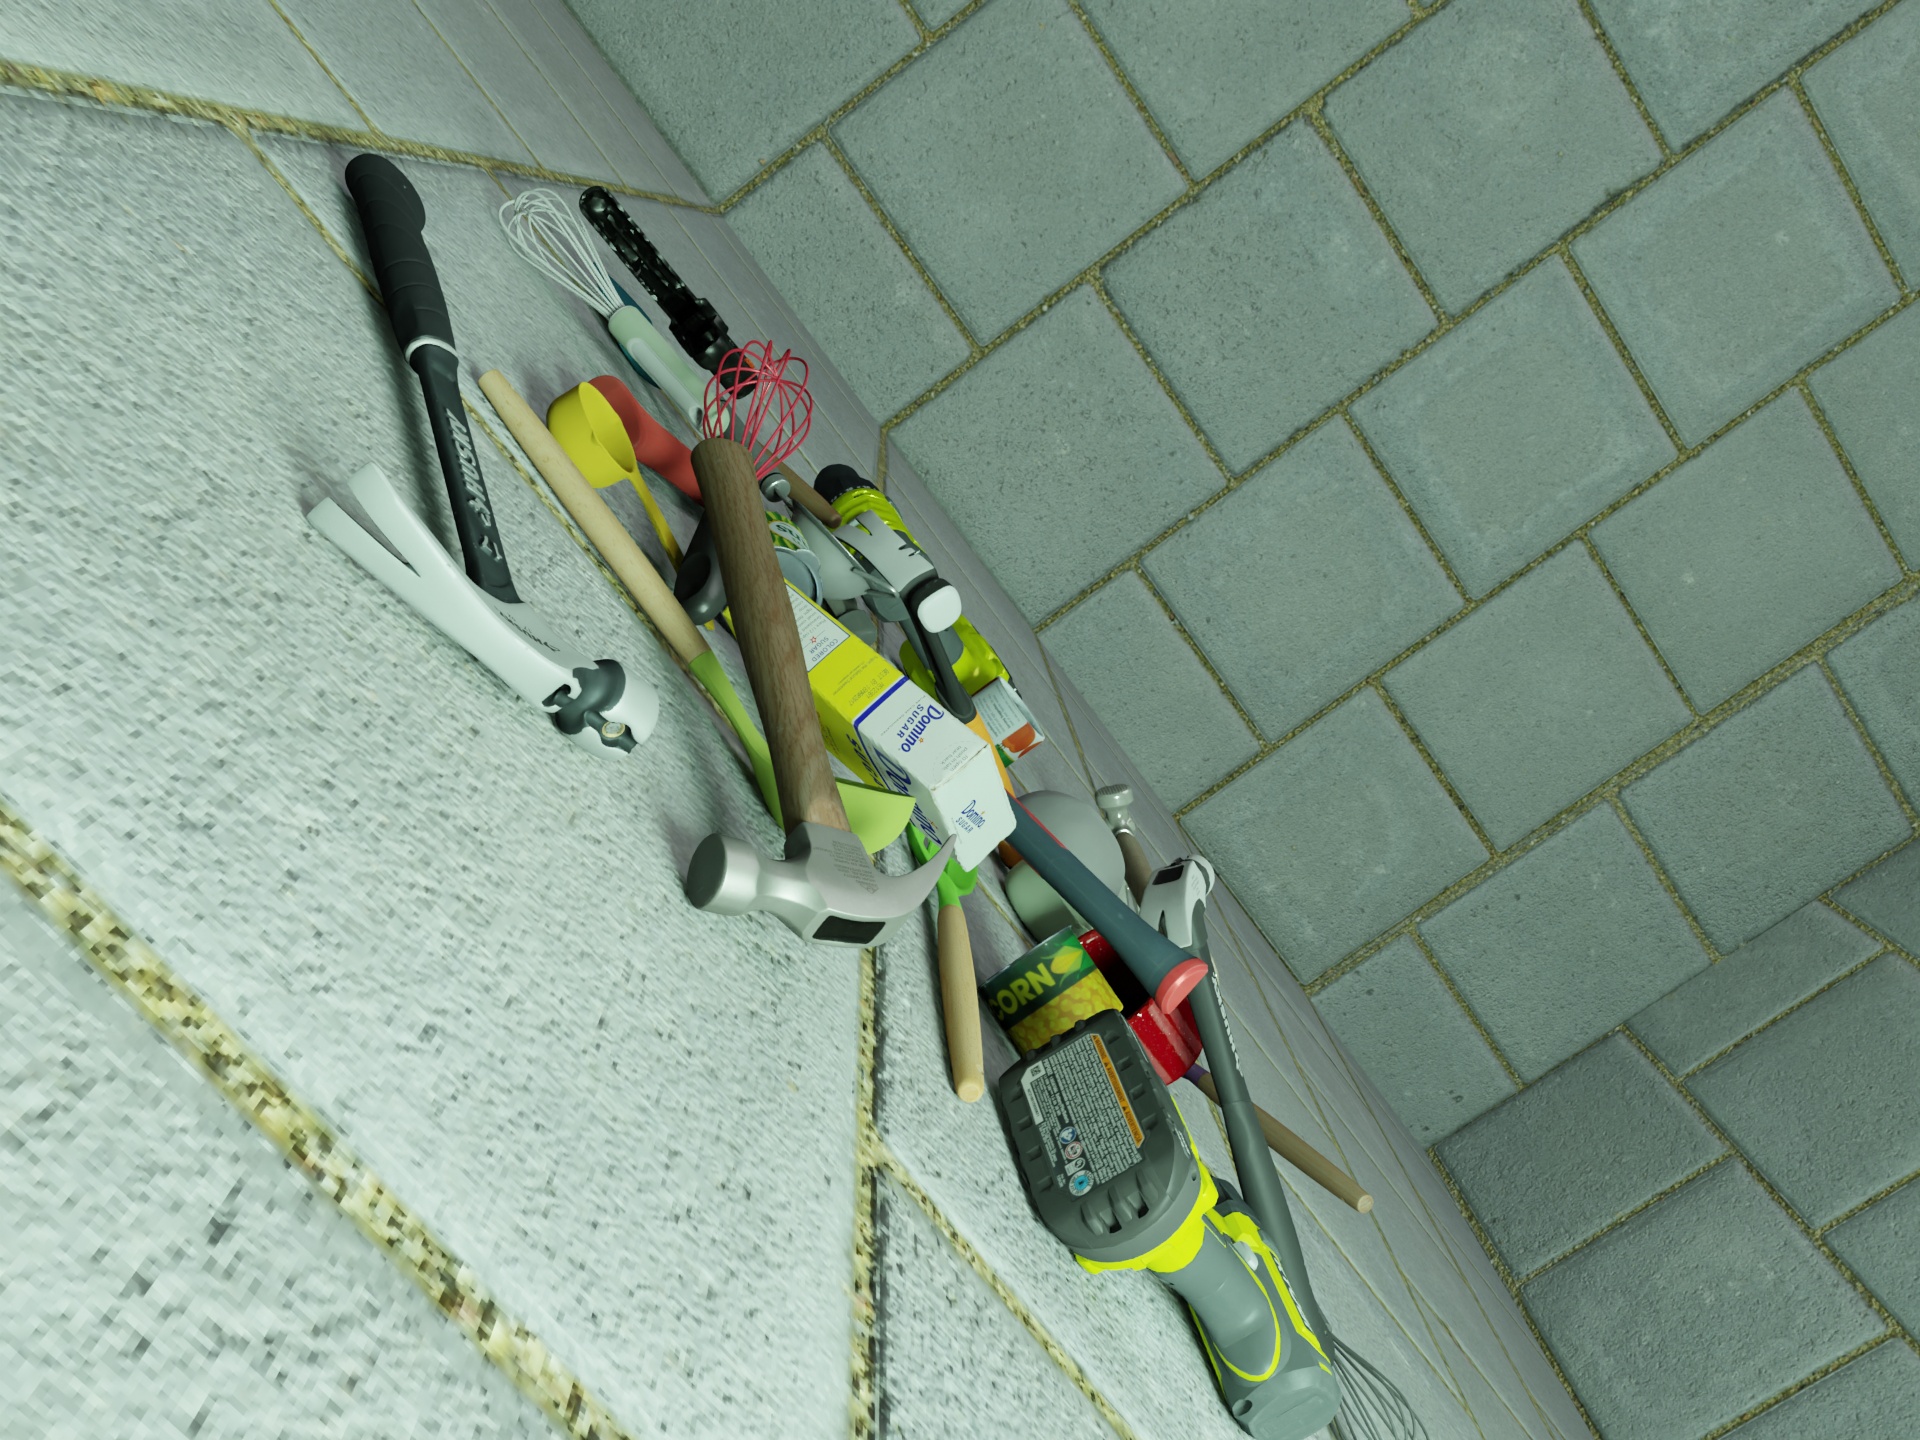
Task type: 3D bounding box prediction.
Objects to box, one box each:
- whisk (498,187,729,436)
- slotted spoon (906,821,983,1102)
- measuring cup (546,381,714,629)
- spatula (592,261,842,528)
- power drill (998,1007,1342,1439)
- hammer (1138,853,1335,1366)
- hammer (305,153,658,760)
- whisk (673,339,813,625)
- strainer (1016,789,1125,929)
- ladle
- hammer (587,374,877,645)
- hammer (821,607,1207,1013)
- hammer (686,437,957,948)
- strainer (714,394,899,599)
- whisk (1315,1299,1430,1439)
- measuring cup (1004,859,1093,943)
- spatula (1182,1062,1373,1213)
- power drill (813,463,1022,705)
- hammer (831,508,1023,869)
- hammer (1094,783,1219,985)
[{"bbox_3d":[-0.239,-0.283,1.104,0.059,0.057,0.246,-25,67,-45],"label":"whisk"},{"bbox_3d":[-0.006,0.123,0.912,0.070,0.031,0.314,51,10,-19],"label":"slotted spoon"},{"bbox_3d":[-0.186,-0.115,0.899,0.062,0.029,0.156,-91,156,-69],"label":"measuring cup"},{"bbox_3d":[-0.184,-0.239,1.196,0.318,0.044,0.082,42,0,29],"label":"spatula"},{"bbox_3d":[0.113,0.262,0.850,0.223,0.080,0.171,53,8,-34],"label":"power drill"},{"bbox_3d":[0.179,0.258,1.016,0.146,0.035,0.335,-20,94,-72],"label":"hammer"},{"bbox_3d":[-0.237,-0.154,0.705,0.149,0.036,0.409,44,12,-47],"label":"hammer"},{"bbox_3d":[-0.136,-0.150,0.964,0.073,0.073,0.296,49,27,-30],"label":"whisk"},{"bbox_3d":[0.128,0.153,1.404,0.257,0.069,0.151,56,8,27],"label":"strainer"},{"bbox_3d":[-0.138,-0.060,0.808,0.320,0.062,0.078,52,3,6],"label":"ladle"},{"bbox_3d":[-0.166,-0.158,1.125,0.149,0.036,0.358,57,8,23],"label":"hammer"},{"bbox_3d":[0.008,0.041,0.994,0.387,0.038,0.143,43,1,38],"label":"hammer"},{"bbox_3d":[-0.086,-0.028,0.758,0.130,0.031,0.332,19,35,-34],"label":"hammer"},{"bbox_3d":[-0.123,-0.151,1.076,0.259,0.050,0.086,53,-1,34],"label":"strainer"},{"bbox_3d":[0.243,0.412,1.075,0.055,0.055,0.239,49,6,-33],"label":"whisk"},{"bbox_3d":[0.039,0.113,1.180,0.167,0.038,0.083,46,11,-37],"label":"measuring cup"},{"bbox_3d":[0.190,0.270,1.135,0.059,0.018,0.316,56,-13,-24],"label":"spatula"},{"bbox_3d":[-0.044,-0.103,1.342,0.228,0.080,0.191,57,1,-42],"label":"power drill"},{"bbox_3d":[-0.002,-0.004,1.160,0.127,0.034,0.336,46,-15,43],"label":"hammer"},{"bbox_3d":[0.178,0.177,1.438,0.411,0.038,0.146,-105,-177,-78],"label":"hammer"}]
